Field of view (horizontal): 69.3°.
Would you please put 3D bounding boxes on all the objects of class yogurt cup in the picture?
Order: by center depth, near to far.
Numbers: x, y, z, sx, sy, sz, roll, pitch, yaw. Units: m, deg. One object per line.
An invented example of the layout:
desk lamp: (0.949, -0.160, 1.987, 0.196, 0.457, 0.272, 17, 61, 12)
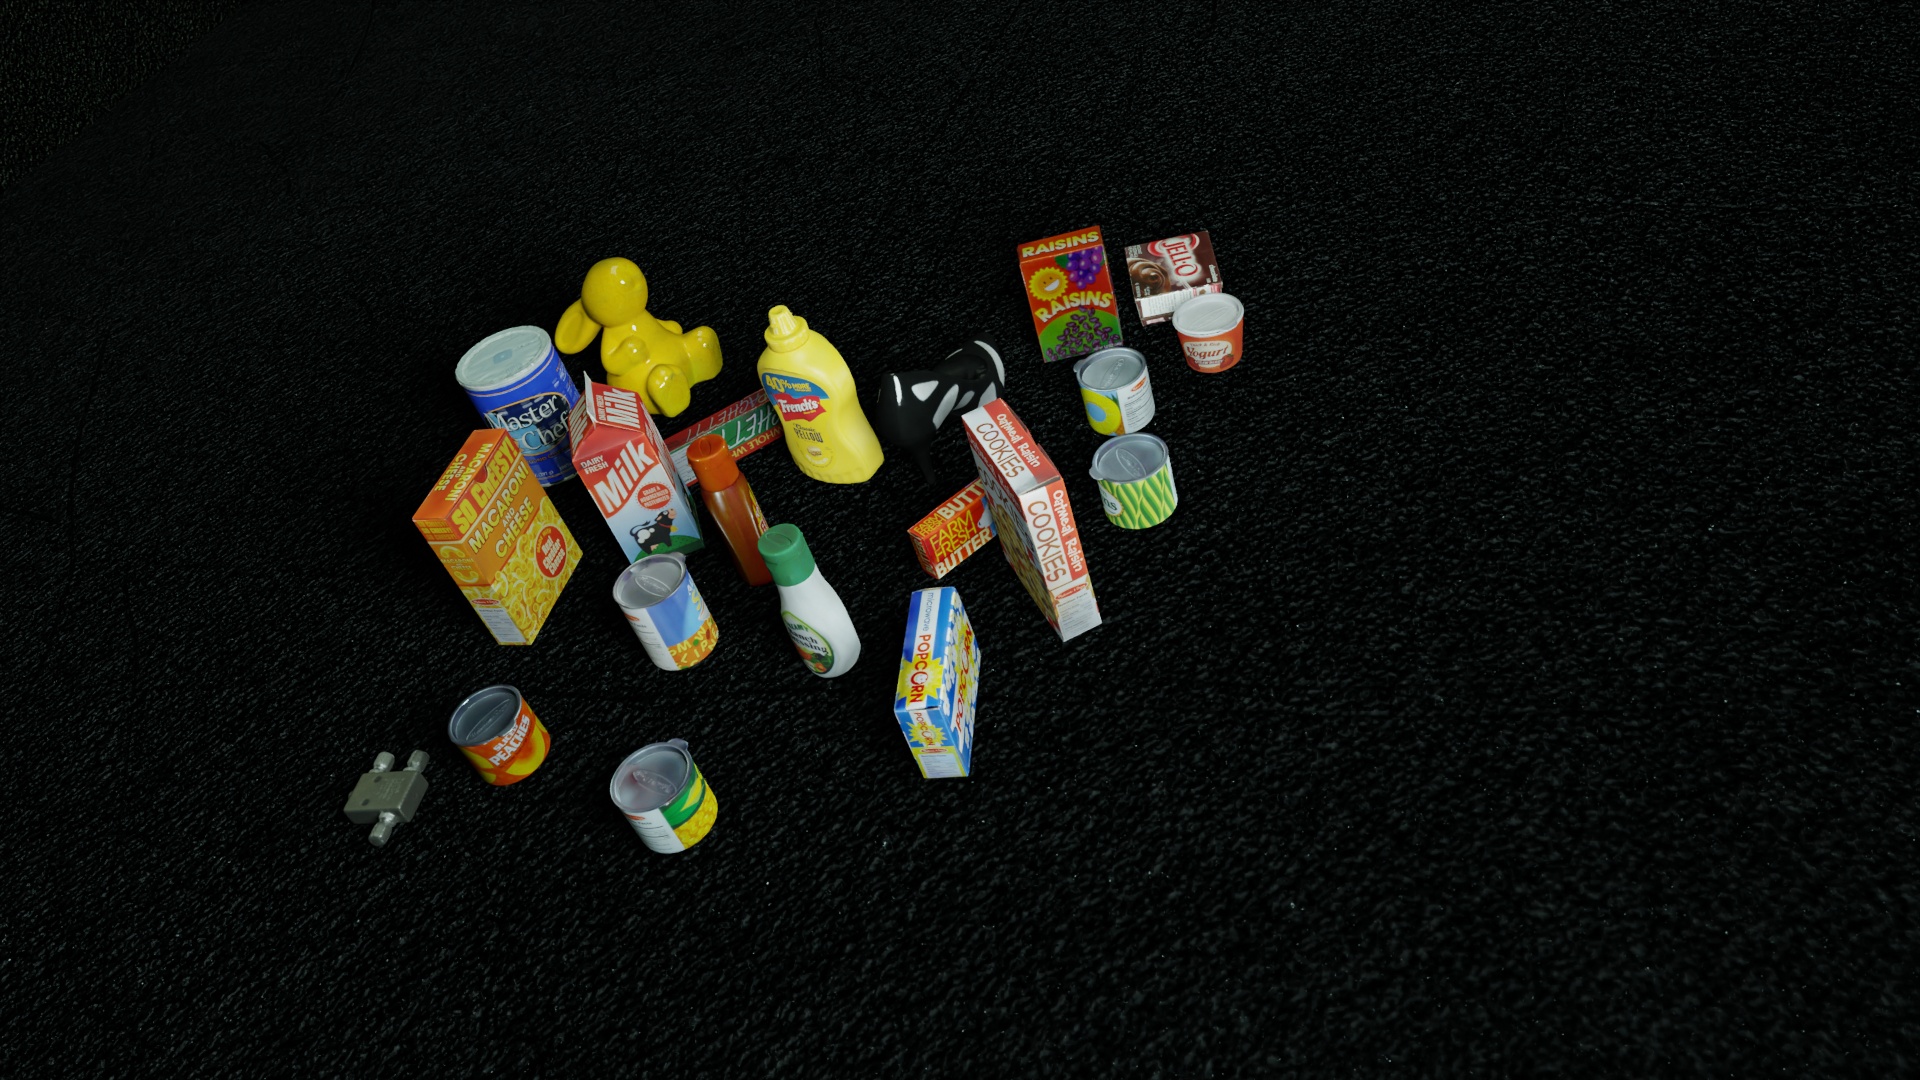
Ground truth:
yogurt cup: (0.244, -0.200, 1.351, 0.072, 0.053, 0.073, -10, 42, 10)

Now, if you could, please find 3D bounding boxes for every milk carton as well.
milk carton: (-0.312, -0.068, 1.307, 0.073, 0.189, 0.072, -21, 41, -2)

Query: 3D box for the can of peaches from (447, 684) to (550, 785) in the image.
can of peaches: (-0.390, 0.167, 1.181, 0.071, 0.057, 0.071, -10, 42, 10)

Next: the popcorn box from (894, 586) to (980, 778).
popcorn box: (-0.016, 0.110, 1.085, 0.038, 0.084, 0.127, -7, 42, 13)

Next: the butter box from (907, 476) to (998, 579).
butter box: (0.004, -0.016, 1.238, 0.104, 0.053, 0.024, -37, 44, -20)

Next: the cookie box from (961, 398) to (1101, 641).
cookie box: (0.059, -0.017, 1.134, 0.040, 0.166, 0.123, -25, 41, -7)

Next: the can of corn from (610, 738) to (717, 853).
can of corn: (-0.229, 0.200, 1.086, 0.071, 0.058, 0.071, -10, 42, 10)

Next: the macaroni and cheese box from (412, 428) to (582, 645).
macaroni and cheese box: (-0.426, -0.003, 1.296, 0.040, 0.165, 0.124, -2, 44, 19)

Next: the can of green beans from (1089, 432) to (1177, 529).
can of green beans: (0.154, -0.052, 1.220, 0.071, 0.057, 0.071, -10, 42, 10)

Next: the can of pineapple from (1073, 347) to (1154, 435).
can of pineapple: (0.147, -0.142, 1.320, 0.071, 0.057, 0.071, -10, 42, 10)

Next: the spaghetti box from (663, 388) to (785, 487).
spaghetti box: (-0.246, -0.103, 1.427, 0.251, 0.050, 0.029, -30, 42, -13)

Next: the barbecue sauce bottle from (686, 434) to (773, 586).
barbecue sauce bottle: (-0.205, -0.029, 1.257, 0.044, 0.147, 0.065, -21, 41, -3)

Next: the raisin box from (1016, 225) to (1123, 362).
raisin box: (0.112, -0.247, 1.397, 0.086, 0.122, 0.040, -11, 42, 8)

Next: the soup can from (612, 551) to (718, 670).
soup can: (-0.257, 0.062, 1.226, 0.071, 0.083, 0.072, -10, 42, 10)

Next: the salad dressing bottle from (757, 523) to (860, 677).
salad dressing bottle: (-0.126, 0.050, 1.143, 0.064, 0.147, 0.044, 20, 54, 36)
